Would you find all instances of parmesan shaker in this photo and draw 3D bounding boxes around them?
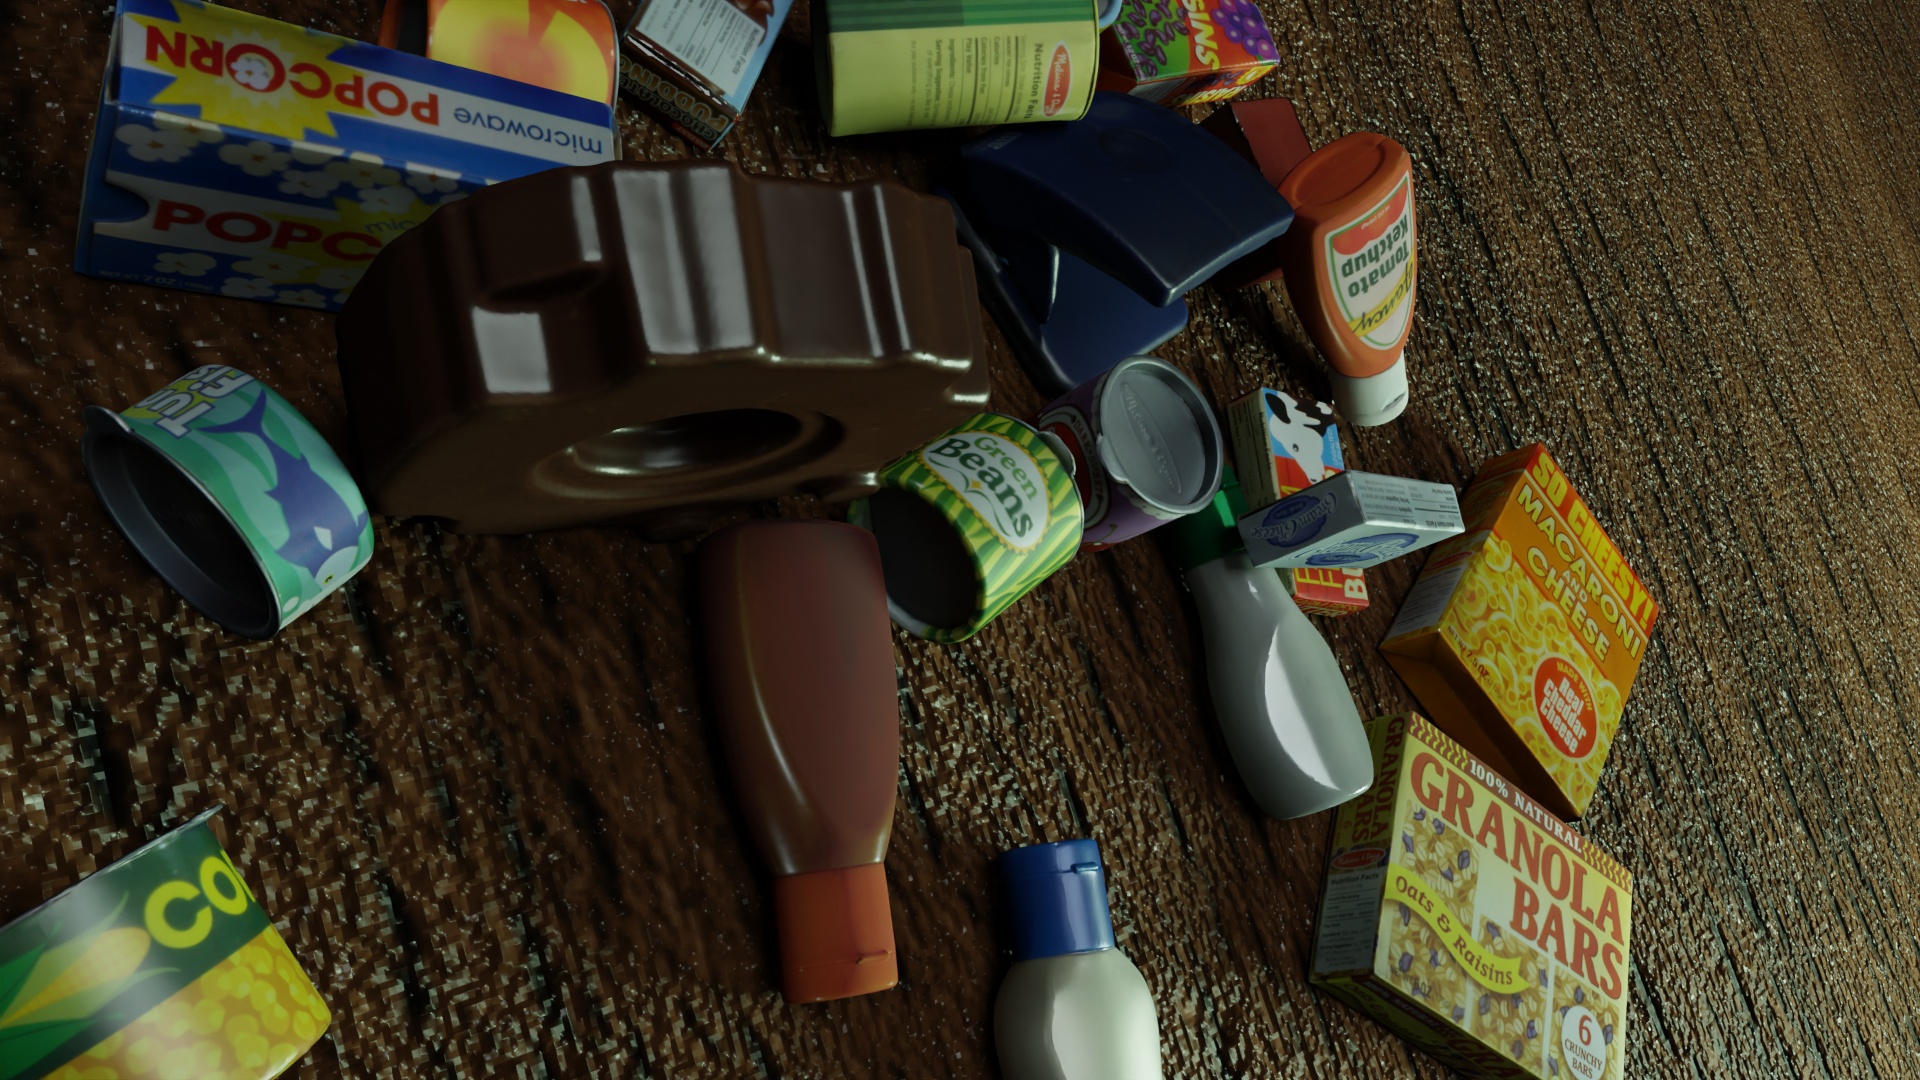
[{"bbox_3d":[-0.004,-0.198,0.543,0.103,0.071,0.071,-7,75,-10],"label":"parmesan shaker"}]

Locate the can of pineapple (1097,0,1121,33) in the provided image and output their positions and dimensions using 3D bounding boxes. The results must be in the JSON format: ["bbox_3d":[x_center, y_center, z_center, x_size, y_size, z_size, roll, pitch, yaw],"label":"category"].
[{"bbox_3d":[0.028,-0.240,0.617,0.071,0.057,0.071,14,65,-33],"label":"can of pineapple"}]

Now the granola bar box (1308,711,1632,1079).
[{"bbox_3d":[0.233,0.171,0.621,0.165,0.039,0.125,35,55,-22],"label":"granola bar box"}]

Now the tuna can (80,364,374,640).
[{"bbox_3d":[-0.187,-0.012,0.355,0.071,0.071,0.033,50,49,-11],"label":"tuna can"}]

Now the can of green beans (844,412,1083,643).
[{"bbox_3d":[0.001,-0.005,0.497,0.058,0.071,0.071,-34,95,-40],"label":"can of green beans"}]

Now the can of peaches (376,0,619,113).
[{"bbox_3d":[-0.148,-0.148,0.440,0.058,0.071,0.071,3,71,-36],"label":"can of peaches"}]

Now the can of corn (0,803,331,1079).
[{"bbox_3d":[-0.184,0.103,0.311,0.071,0.071,0.058,-35,96,-40],"label":"can of corn"}]

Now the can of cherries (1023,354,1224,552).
[{"bbox_3d":[0.061,-0.033,0.559,0.071,0.058,0.072,14,65,-33],"label":"can of cherries"}]

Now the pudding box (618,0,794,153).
[{"bbox_3d":[-0.096,-0.194,0.523,0.049,0.030,0.084,30,56,-23],"label":"pudding box"}]

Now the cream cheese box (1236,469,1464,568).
[{"bbox_3d":[0.166,-0.007,0.586,0.104,0.053,0.024,2,68,-49],"label":"cream cheese box"}]

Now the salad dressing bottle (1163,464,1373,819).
[{"bbox_3d":[0.125,0.041,0.589,0.064,0.044,0.148,-13,79,-41],"label":"salad dressing bottle"}]

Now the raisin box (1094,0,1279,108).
[{"bbox_3d":[0.096,-0.261,0.690,0.124,0.040,0.086,-23,86,-41],"label":"raisin box"}]

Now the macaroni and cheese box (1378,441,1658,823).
[{"bbox_3d":[0.292,0.045,0.717,0.123,0.040,0.167,51,51,-10],"label":"macaroni and cheese box"}]

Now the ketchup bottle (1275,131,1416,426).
[{"bbox_3d":[0.186,-0.115,0.653,0.065,0.044,0.148,-38,139,-9],"label":"ketchup bottle"}]

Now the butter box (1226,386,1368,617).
[{"bbox_3d":[0.157,-0.017,0.649,0.053,0.024,0.104,8,67,-34],"label":"butter box"}]

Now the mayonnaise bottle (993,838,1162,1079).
[{"bbox_3d":[0.041,0.179,0.472,0.065,0.041,0.148,6,68,-38],"label":"mayonnaise bottle"}]

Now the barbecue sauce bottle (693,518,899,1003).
[{"bbox_3d":[-0.047,0.069,0.446,0.065,0.043,0.149,5,70,-42],"label":"barbecue sauce bottle"}]

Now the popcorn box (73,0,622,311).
[{"bbox_3d":[-0.171,-0.099,0.391,0.127,0.085,0.038,4,69,-36],"label":"popcorn box"}]
